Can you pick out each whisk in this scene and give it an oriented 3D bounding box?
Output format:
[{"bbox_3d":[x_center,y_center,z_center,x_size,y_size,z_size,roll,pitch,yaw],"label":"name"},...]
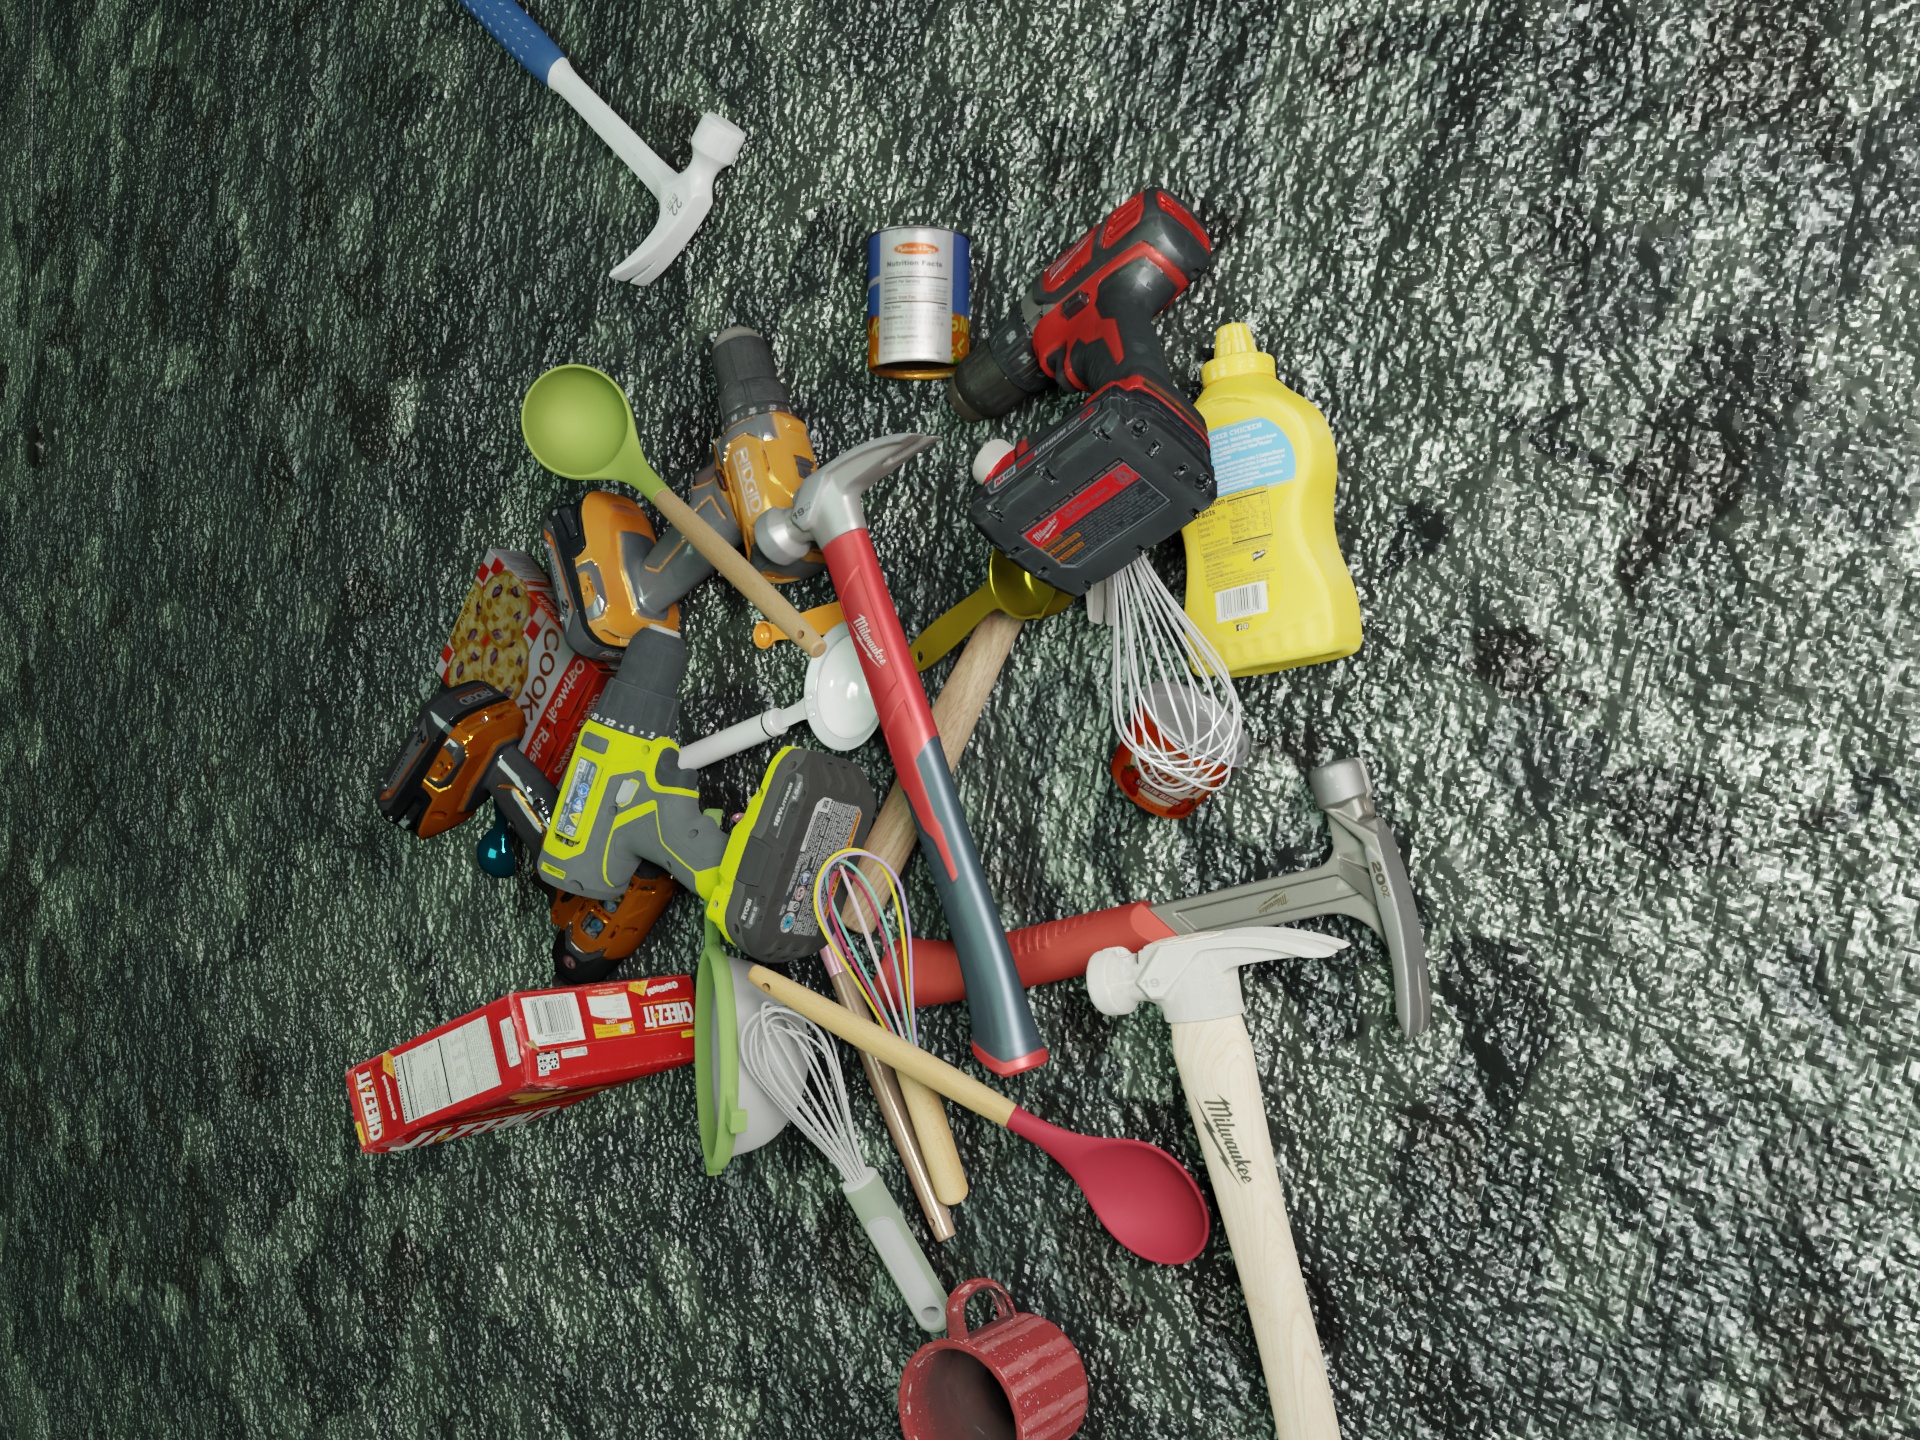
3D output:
[{"bbox_3d":[-0.068,0.285,1.009,0.058,0.059,0.246,-27,99,7],"label":"whisk"},{"bbox_3d":[0.097,-0.077,0.884,0.070,0.070,0.285,-39,45,31],"label":"whisk"},{"bbox_3d":[-0.042,0.194,0.996,0.051,0.047,0.245,-8,105,36],"label":"whisk"}]

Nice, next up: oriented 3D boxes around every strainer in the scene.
[{"bbox_3d":[-0.120,-0.002,1.091,0.258,0.050,0.087,-21,69,35],"label":"strainer"},{"bbox_3d":[-0.146,0.180,1.109,0.151,0.069,0.257,118,150,-59],"label":"strainer"}]

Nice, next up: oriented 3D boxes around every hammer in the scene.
[{"bbox_3d":[0.094,0.137,0.938,0.359,0.036,0.149,-19,78,35],"label":"hammer"},{"bbox_3d":[0.178,0.315,0.848,0.146,0.038,0.411,-14,87,35],"label":"hammer"},{"bbox_3d":[-0.316,-0.500,1.255,0.406,0.035,0.144,49,117,27],"label":"hammer"},{"bbox_3d":[-0.002,-0.003,1.014,0.130,0.031,0.331,39,112,32],"label":"hammer"},{"bbox_3d":[-0.013,0.020,0.959,0.143,0.038,0.386,-27,77,36],"label":"hammer"}]

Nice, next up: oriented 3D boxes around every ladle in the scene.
[{"bbox_3d":[0.007,0.225,0.951,0.315,0.031,0.069,27,111,13],"label":"ladle"},{"bbox_3d":[-0.190,-0.137,1.042,0.320,0.062,0.078,43,101,33],"label":"ladle"}]

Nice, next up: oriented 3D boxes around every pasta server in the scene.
[{"bbox_3d":[-0.076,0.197,1.066,0.060,0.040,0.316,-40,67,43],"label":"pasta server"}]

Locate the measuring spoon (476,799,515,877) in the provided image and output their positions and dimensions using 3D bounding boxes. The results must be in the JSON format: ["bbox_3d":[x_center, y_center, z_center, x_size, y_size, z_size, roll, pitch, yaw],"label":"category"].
[{"bbox_3d":[-0.379,0.075,1.283,0.042,0.021,0.128,34,129,37],"label":"measuring spoon"}]

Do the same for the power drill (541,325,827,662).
[{"bbox_3d":[-0.197,-0.158,1.137,0.226,0.084,0.185,-25,72,31],"label":"power drill"}]

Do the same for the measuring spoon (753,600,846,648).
[{"bbox_3d":[-0.097,-0.068,1.103,0.117,0.011,0.021,-11,84,33],"label":"measuring spoon"}]

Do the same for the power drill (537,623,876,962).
[{"bbox_3d":[-0.172,0.047,1.056,0.229,0.080,0.190,19,89,34],"label":"power drill"}]

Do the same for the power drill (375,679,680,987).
[{"bbox_3d":[-0.325,0.095,1.199,0.226,0.084,0.164,39,114,7],"label":"power drill"}]

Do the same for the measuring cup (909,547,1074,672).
[{"bbox_3d":[0.018,-0.068,0.970,0.156,0.029,0.062,-36,67,45],"label":"measuring cup"}]

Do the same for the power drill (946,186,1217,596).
[{"bbox_3d":[0.059,-0.179,0.894,0.188,0.080,0.227,-33,37,35],"label":"power drill"}]
